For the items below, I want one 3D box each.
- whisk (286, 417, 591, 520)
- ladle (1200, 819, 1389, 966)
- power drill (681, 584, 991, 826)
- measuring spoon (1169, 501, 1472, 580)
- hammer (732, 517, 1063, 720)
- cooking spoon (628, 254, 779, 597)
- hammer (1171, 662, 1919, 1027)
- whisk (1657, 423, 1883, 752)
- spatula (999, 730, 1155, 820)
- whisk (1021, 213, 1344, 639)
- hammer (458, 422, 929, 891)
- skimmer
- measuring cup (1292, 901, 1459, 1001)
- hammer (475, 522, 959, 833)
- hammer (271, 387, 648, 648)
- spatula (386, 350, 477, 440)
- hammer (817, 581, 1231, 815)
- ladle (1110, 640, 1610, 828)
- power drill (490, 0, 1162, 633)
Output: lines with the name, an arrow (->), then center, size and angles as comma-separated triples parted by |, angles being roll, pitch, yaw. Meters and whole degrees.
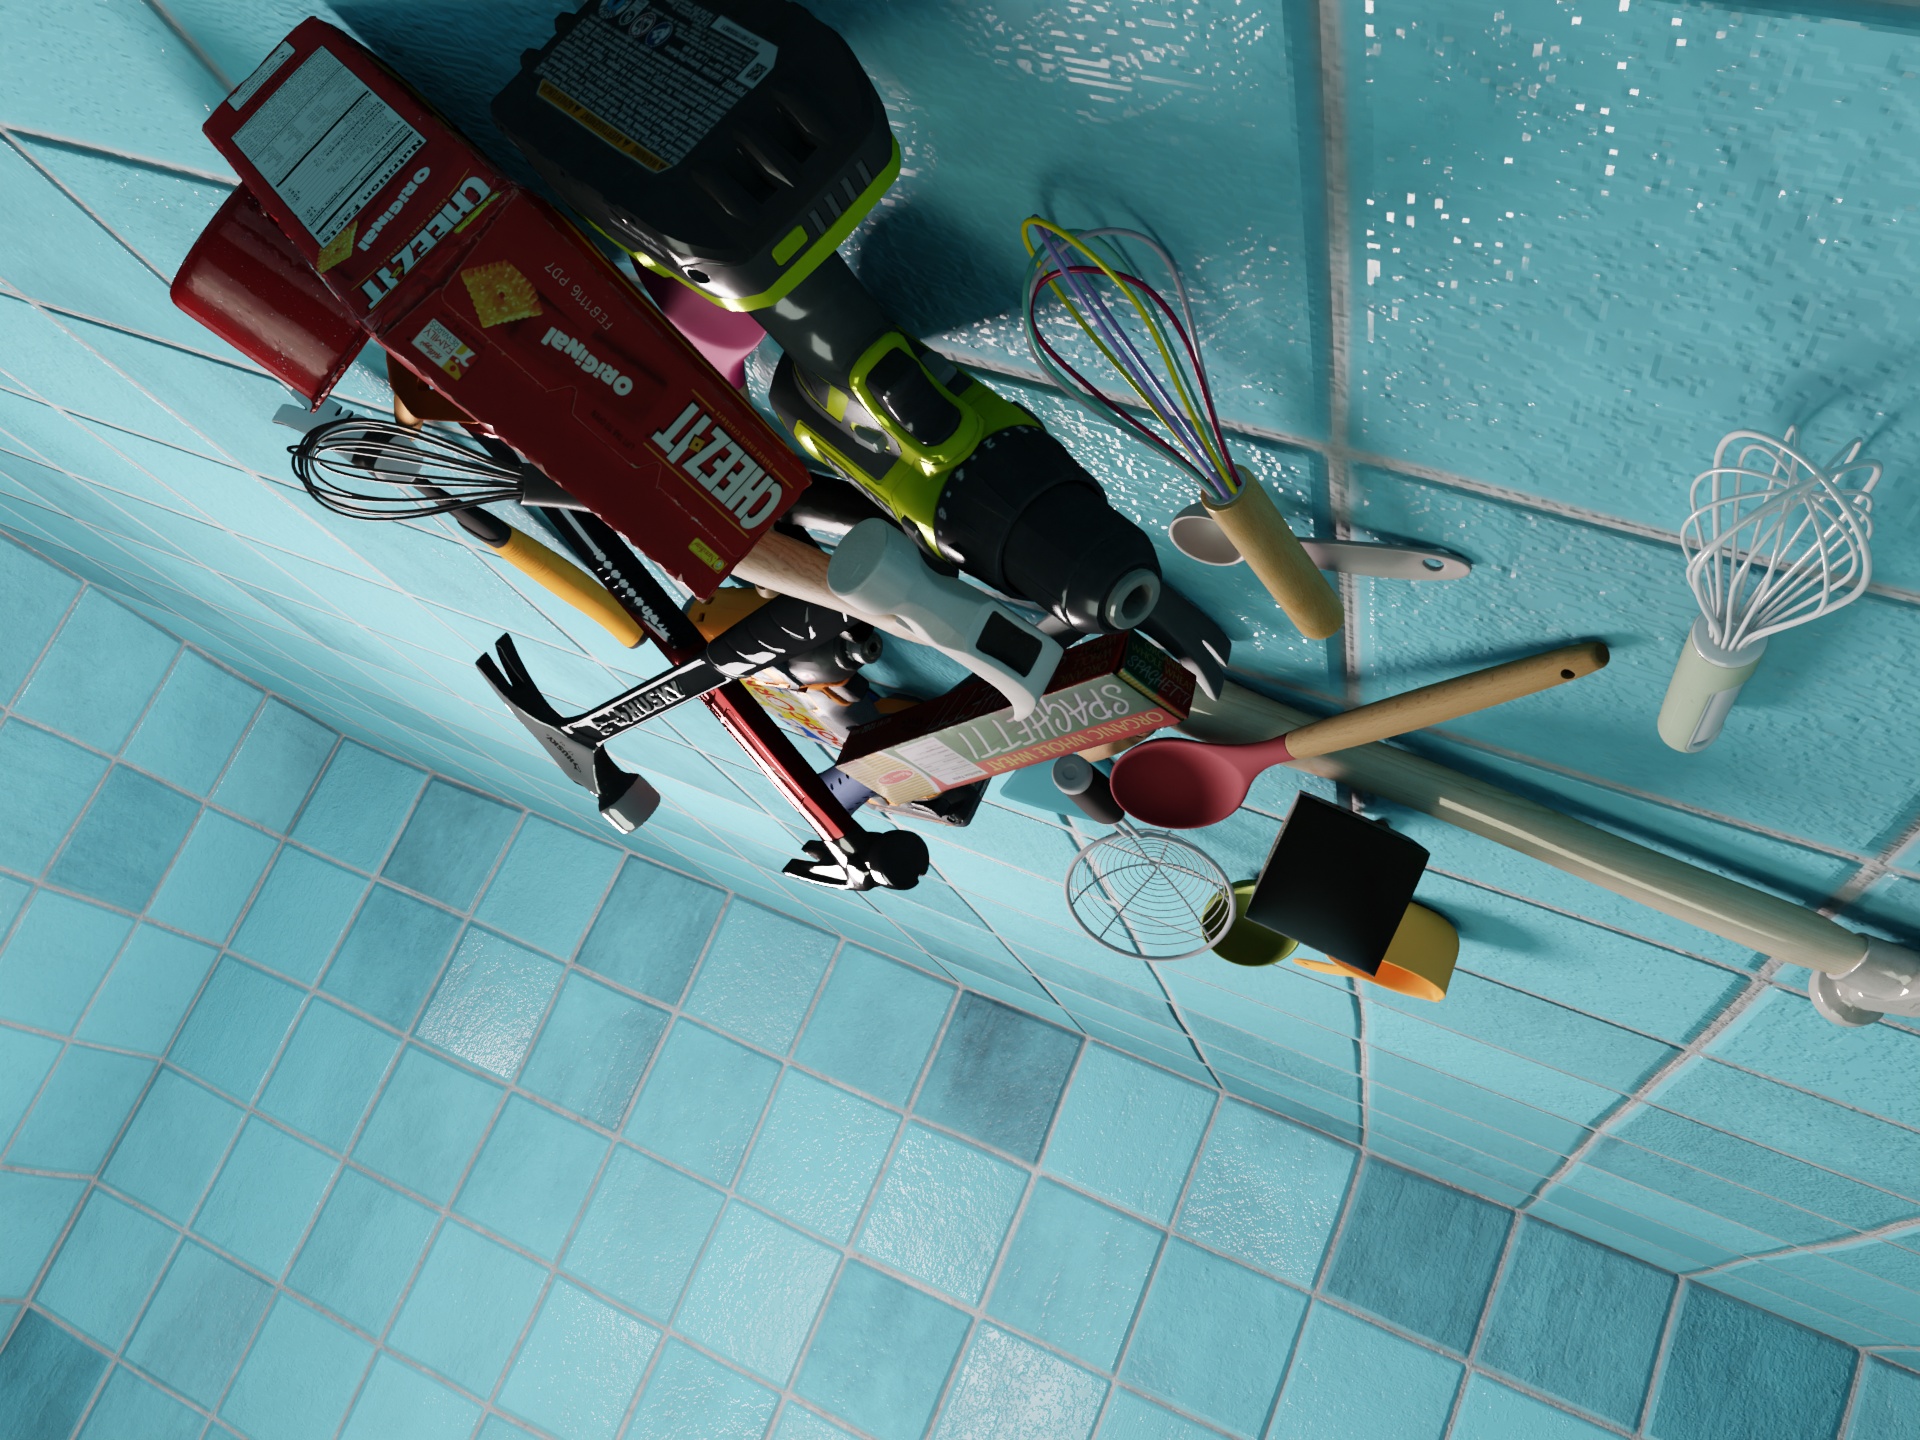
whisk -> -0.234, -0.128, 0.855 | 0.238, 0.055, 0.055 | 2, 177, -28
ladle -> 0.238, 0.122, 1.118 | 0.078, 0.062, 0.320 | 20, 163, 1
power drill -> -0.067, -0.012, 1.084 | 0.164, 0.084, 0.226 | 8, 155, 43
measuring spoon -> 0.147, -0.074, 0.652 | 0.124, 0.018, 0.034 | 10, 154, 23
hammer -> -0.071, -0.066, 0.696 | 0.130, 0.031, 0.331 | 31, 176, -36
cooking spoon -> -0.102, -0.139, 0.722 | 0.069, 0.017, 0.318 | 21, 156, 9
hammer -> 0.298, 0.054, 0.815 | 0.411, 0.038, 0.146 | 22, 164, 10
whisk -> 0.266, -0.032, 0.545 | 0.059, 0.058, 0.246 | 56, -176, 24
spatula -> 0.085, 0.028, 1.007 | 0.082, 0.044, 0.317 | 15, 173, -3
whisk -> 0.089, -0.095, 0.578 | 0.047, 0.051, 0.244 | 1, 153, 37
hammer -> -0.173, -0.039, 0.977 | 0.143, 0.038, 0.386 | -3, 130, 54
skimmer -> 0.106, 0.099, 1.052 | 0.127, 0.090, 0.363 | 1, 167, 16
measuring cup -> 0.299, 0.163, 1.176 | 0.095, 0.052, 0.173 | 27, 167, -12
hammer -> -0.138, -0.034, 0.878 | 0.149, 0.036, 0.409 | 48, 142, -17
hammer -> -0.328, -0.130, 1.128 | 0.127, 0.034, 0.336 | 28, 174, 30
spatula -> -0.303, -0.186, 0.902 | 0.041, 0.081, 0.323 | -10, -175, -19
hammer -> -0.001, -0.003, 0.926 | 0.144, 0.035, 0.405 | 27, 152, -16
ladle -> 0.179, 0.007, 0.770 | 0.069, 0.031, 0.315 | 37, 152, -18
power drill -> -0.031, -0.125, 0.527 | 0.191, 0.080, 0.228 | 42, 178, 37
